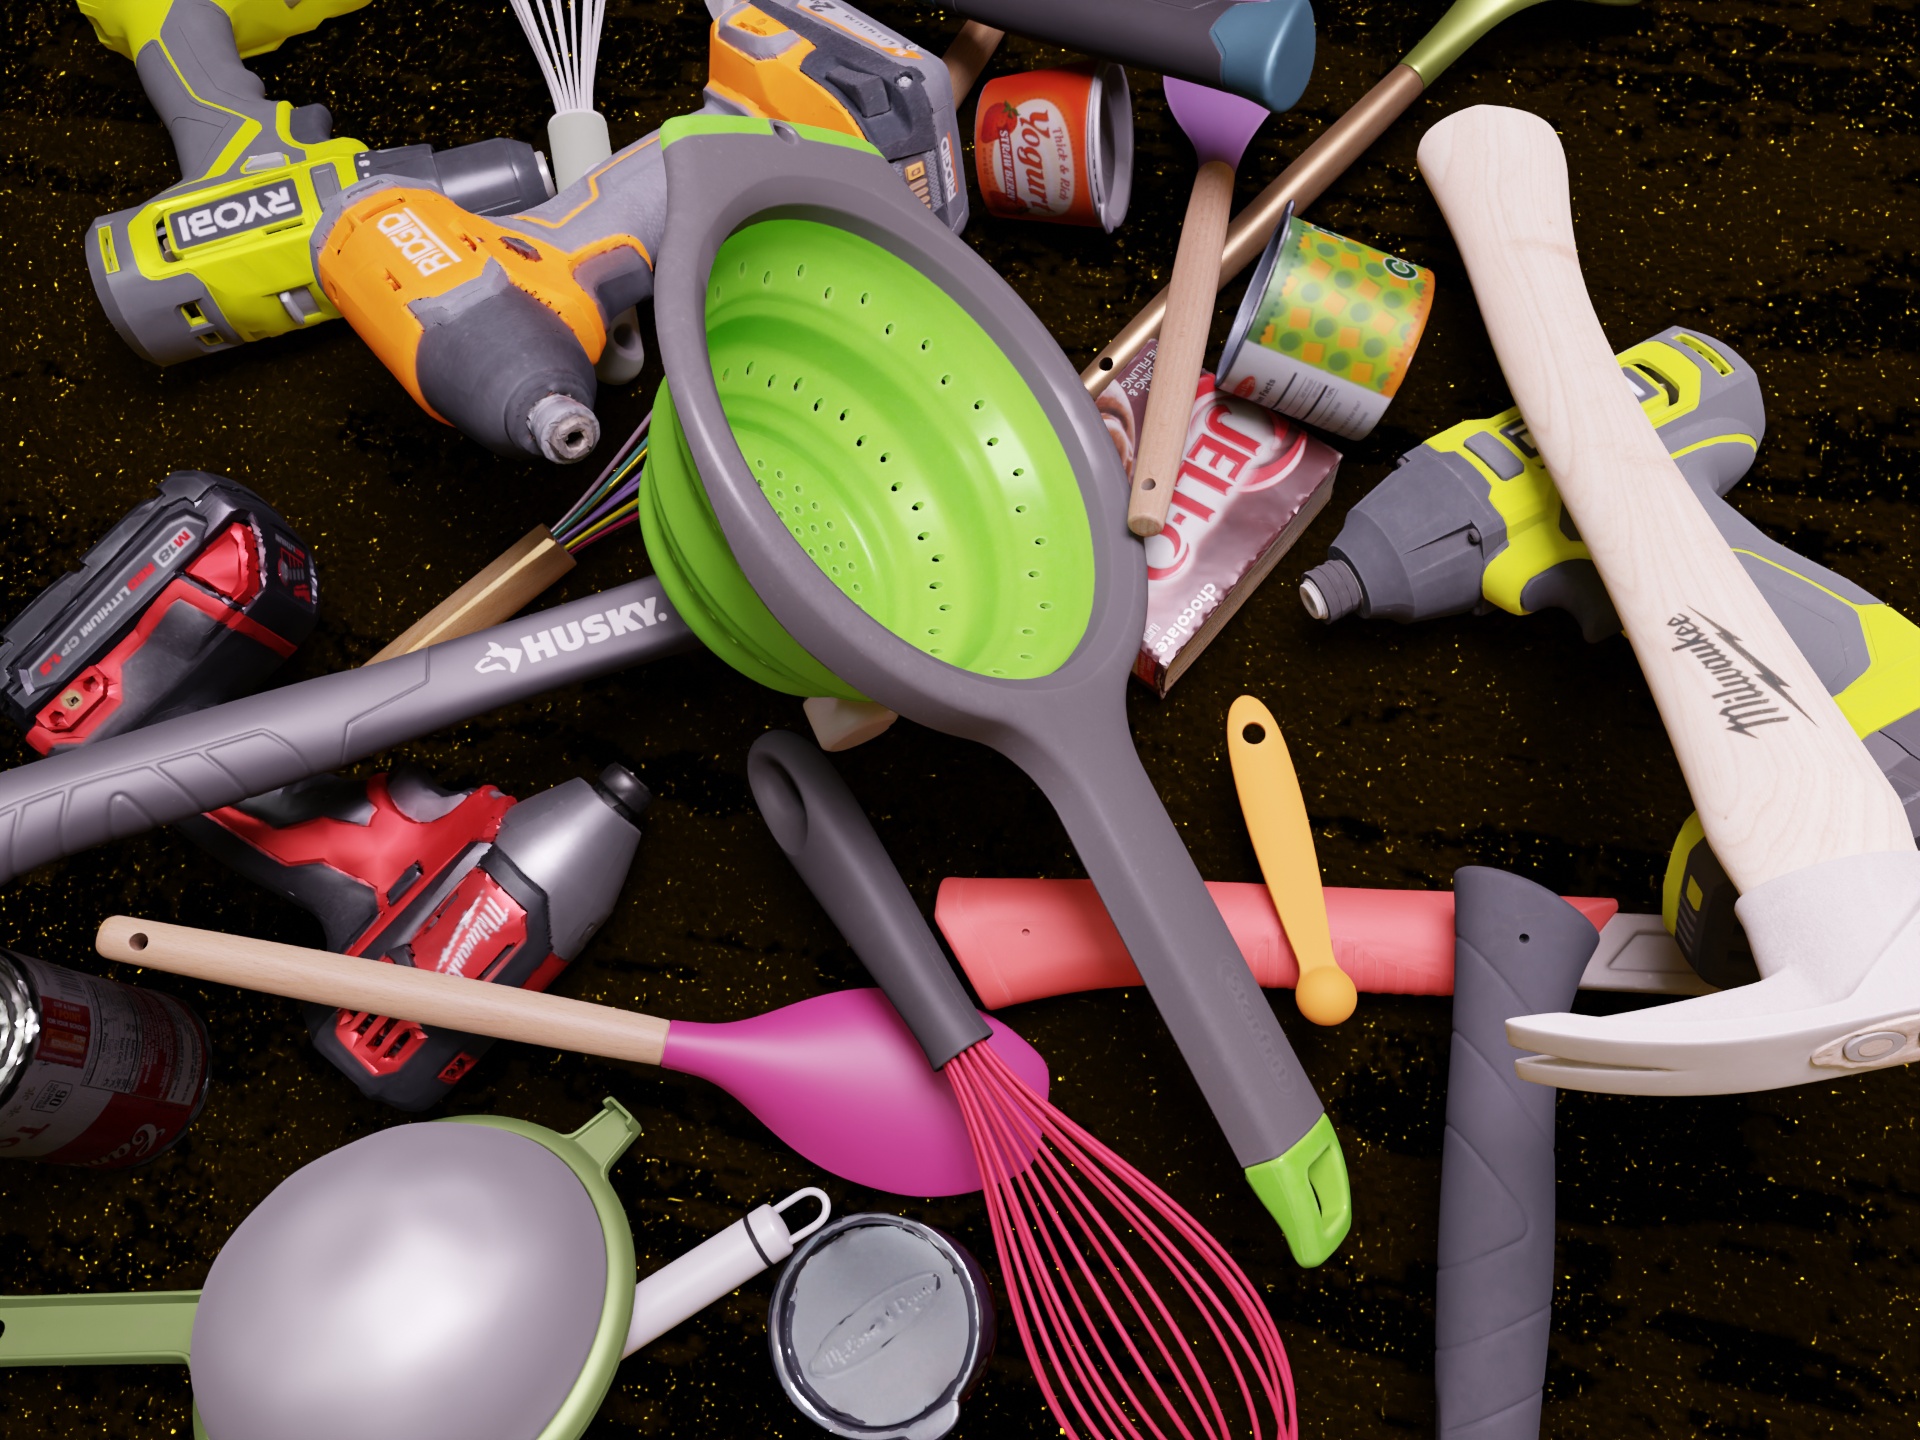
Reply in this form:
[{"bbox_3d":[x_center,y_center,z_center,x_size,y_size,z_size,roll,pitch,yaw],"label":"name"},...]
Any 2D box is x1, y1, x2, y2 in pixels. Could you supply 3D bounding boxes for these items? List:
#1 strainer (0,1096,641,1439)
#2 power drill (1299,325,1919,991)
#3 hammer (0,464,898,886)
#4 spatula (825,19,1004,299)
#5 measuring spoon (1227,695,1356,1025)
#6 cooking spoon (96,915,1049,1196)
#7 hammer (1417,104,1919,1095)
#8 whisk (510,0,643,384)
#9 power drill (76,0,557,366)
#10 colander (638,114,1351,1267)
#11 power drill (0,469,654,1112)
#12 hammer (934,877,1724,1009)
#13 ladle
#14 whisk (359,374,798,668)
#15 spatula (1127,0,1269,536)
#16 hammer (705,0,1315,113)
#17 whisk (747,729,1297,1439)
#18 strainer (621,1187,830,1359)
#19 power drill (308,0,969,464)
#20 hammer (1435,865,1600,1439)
[{"bbox_3d":[-0.237,0.185,0.515,0.256,0.069,0.152,-4,47,8],"label":"strainer"},{"bbox_3d":[0.233,-0.026,0.522,0.171,0.080,0.223,-27,49,-3],"label":"power drill"},{"bbox_3d":[-0.193,-0.011,0.536,0.334,0.035,0.146,-21,79,-26],"label":"hammer"},{"bbox_3d":[0.000,-0.305,0.699,0.082,0.044,0.317,21,75,34],"label":"spatula"},{"bbox_3d":[0.109,0.044,0.532,0.021,0.011,0.117,-13,69,3],"label":"measuring spoon"},{"bbox_3d":[-0.125,0.104,0.535,0.319,0.017,0.069,12,76,-6],"label":"cooking spoon"},{"bbox_3d":[0.198,-0.076,0.505,0.146,0.038,0.411,-15,47,13],"label":"hammer"},{"bbox_3d":[-0.165,-0.264,0.682,0.059,0.057,0.246,-13,85,38],"label":"whisk"},{"bbox_3d":[-0.299,-0.281,0.716,0.190,0.080,0.229,-19,71,-8],"label":"power drill"},{"bbox_3d":[-0.001,-0.002,0.521,0.094,0.204,0.397,-31,83,37],"label":"colander"},{"bbox_3d":[-0.225,0.019,0.581,0.220,0.078,0.143,42,82,5],"label":"power drill"},{"bbox_3d":[0.171,0.067,0.542,0.359,0.036,0.149,2,70,8],"label":"hammer"},{"bbox_3d":[0.166,-0.241,0.659,0.320,0.062,0.078,-44,76,-1],"label":"ladle"},{"bbox_3d":[-0.144,-0.084,0.640,0.245,0.051,0.047,-39,75,-4],"label":"whisk"},{"bbox_3d":[0.095,-0.198,0.629,0.060,0.018,0.316,1,57,21],"label":"spatula"},{"bbox_3d":[0.008,-0.303,0.652,0.331,0.033,0.128,33,77,36],"label":"hammer"},{"bbox_3d":[0.012,0.124,0.515,0.073,0.073,0.296,-33,75,-4],"label":"whisk"},{"bbox_3d":[-0.157,0.227,0.531,0.258,0.050,0.087,-31,54,-7],"label":"strainer"},{"bbox_3d":[-0.110,-0.181,0.595,0.226,0.084,0.164,-33,53,-17],"label":"power drill"},{"bbox_3d":[0.145,0.246,0.462,0.149,0.036,0.409,5,77,12],"label":"hammer"}]
